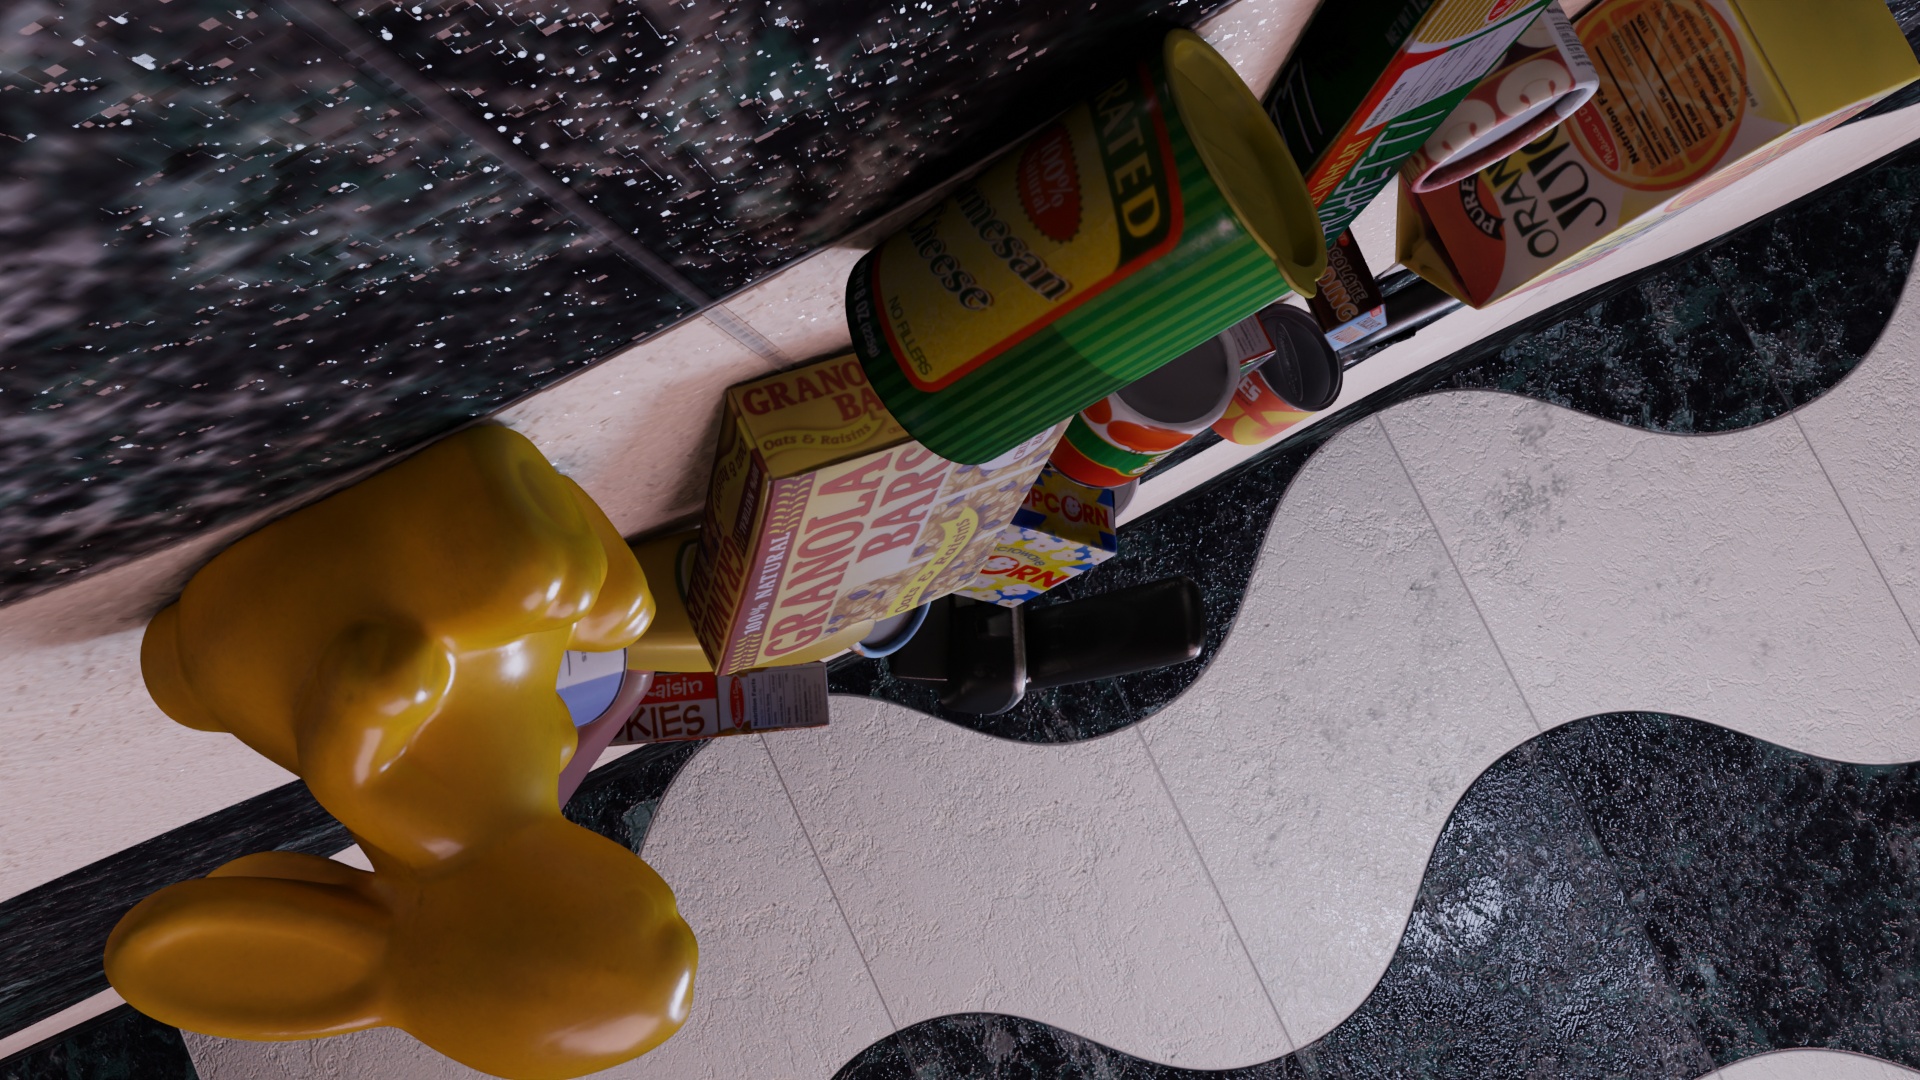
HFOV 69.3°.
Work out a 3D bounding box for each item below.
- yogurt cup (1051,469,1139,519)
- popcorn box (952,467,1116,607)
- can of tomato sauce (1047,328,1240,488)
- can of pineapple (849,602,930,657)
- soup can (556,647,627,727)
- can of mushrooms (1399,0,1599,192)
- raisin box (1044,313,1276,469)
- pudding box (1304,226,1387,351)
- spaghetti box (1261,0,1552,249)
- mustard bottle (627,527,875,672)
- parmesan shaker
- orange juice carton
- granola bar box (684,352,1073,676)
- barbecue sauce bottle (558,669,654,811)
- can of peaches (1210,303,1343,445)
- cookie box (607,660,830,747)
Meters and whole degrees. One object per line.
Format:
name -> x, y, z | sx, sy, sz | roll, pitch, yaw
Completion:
yogurt cup -> 0.079, -0.043, 0.871 | 0.072, 0.072, 0.054 | -27, -178, 13
popcorn box -> 0.002, -0.009, 0.681 | 0.127, 0.038, 0.085 | 15, 149, -34
can of tomato sauce -> 0.075, -0.064, 0.599 | 0.071, 0.071, 0.083 | -24, 174, -19
can of pineapple -> -0.055, 0.022, 0.738 | 0.058, 0.070, 0.071 | 23, -150, 37
soup can -> -0.178, 0.048, 0.515 | 0.071, 0.071, 0.084 | -28, 173, 27
can of mushrooms -> 0.168, -0.143, 0.454 | 0.071, 0.033, 0.071 | -26, 175, -2
raisin box -> 0.083, -0.075, 0.697 | 0.124, 0.040, 0.086 | -23, 175, -20
pudding box -> 0.171, -0.118, 0.633 | 0.030, 0.049, 0.084 | -26, 174, 17
spaghetti box -> 0.115, -0.125, 0.403 | 0.050, 0.028, 0.249 | -25, 175, -5
mustard bottle -> -0.118, 0.027, 0.603 | 0.161, 0.065, 0.048 | -8, 156, -21
parmesan shaker -> 0.029, -0.066, 0.346 | 0.102, 0.071, 0.071 | -29, 174, 32
orange juice carton -> 0.241, -0.149, 0.531 | 0.072, 0.073, 0.192 | -23, 175, -23
granola bar box -> -0.033, -0.014, 0.524 | 0.124, 0.039, 0.164 | -20, 160, -25
barbecue sauce bottle -> -0.181, 0.079, 0.665 | 0.148, 0.043, 0.065 | -52, -179, 15
can of peaches -> 0.174, -0.094, 0.799 | 0.071, 0.071, 0.058 | -22, 174, -33
cookie box -> -0.166, 0.095, 0.820 | 0.168, 0.040, 0.123 | -3, 177, -10
